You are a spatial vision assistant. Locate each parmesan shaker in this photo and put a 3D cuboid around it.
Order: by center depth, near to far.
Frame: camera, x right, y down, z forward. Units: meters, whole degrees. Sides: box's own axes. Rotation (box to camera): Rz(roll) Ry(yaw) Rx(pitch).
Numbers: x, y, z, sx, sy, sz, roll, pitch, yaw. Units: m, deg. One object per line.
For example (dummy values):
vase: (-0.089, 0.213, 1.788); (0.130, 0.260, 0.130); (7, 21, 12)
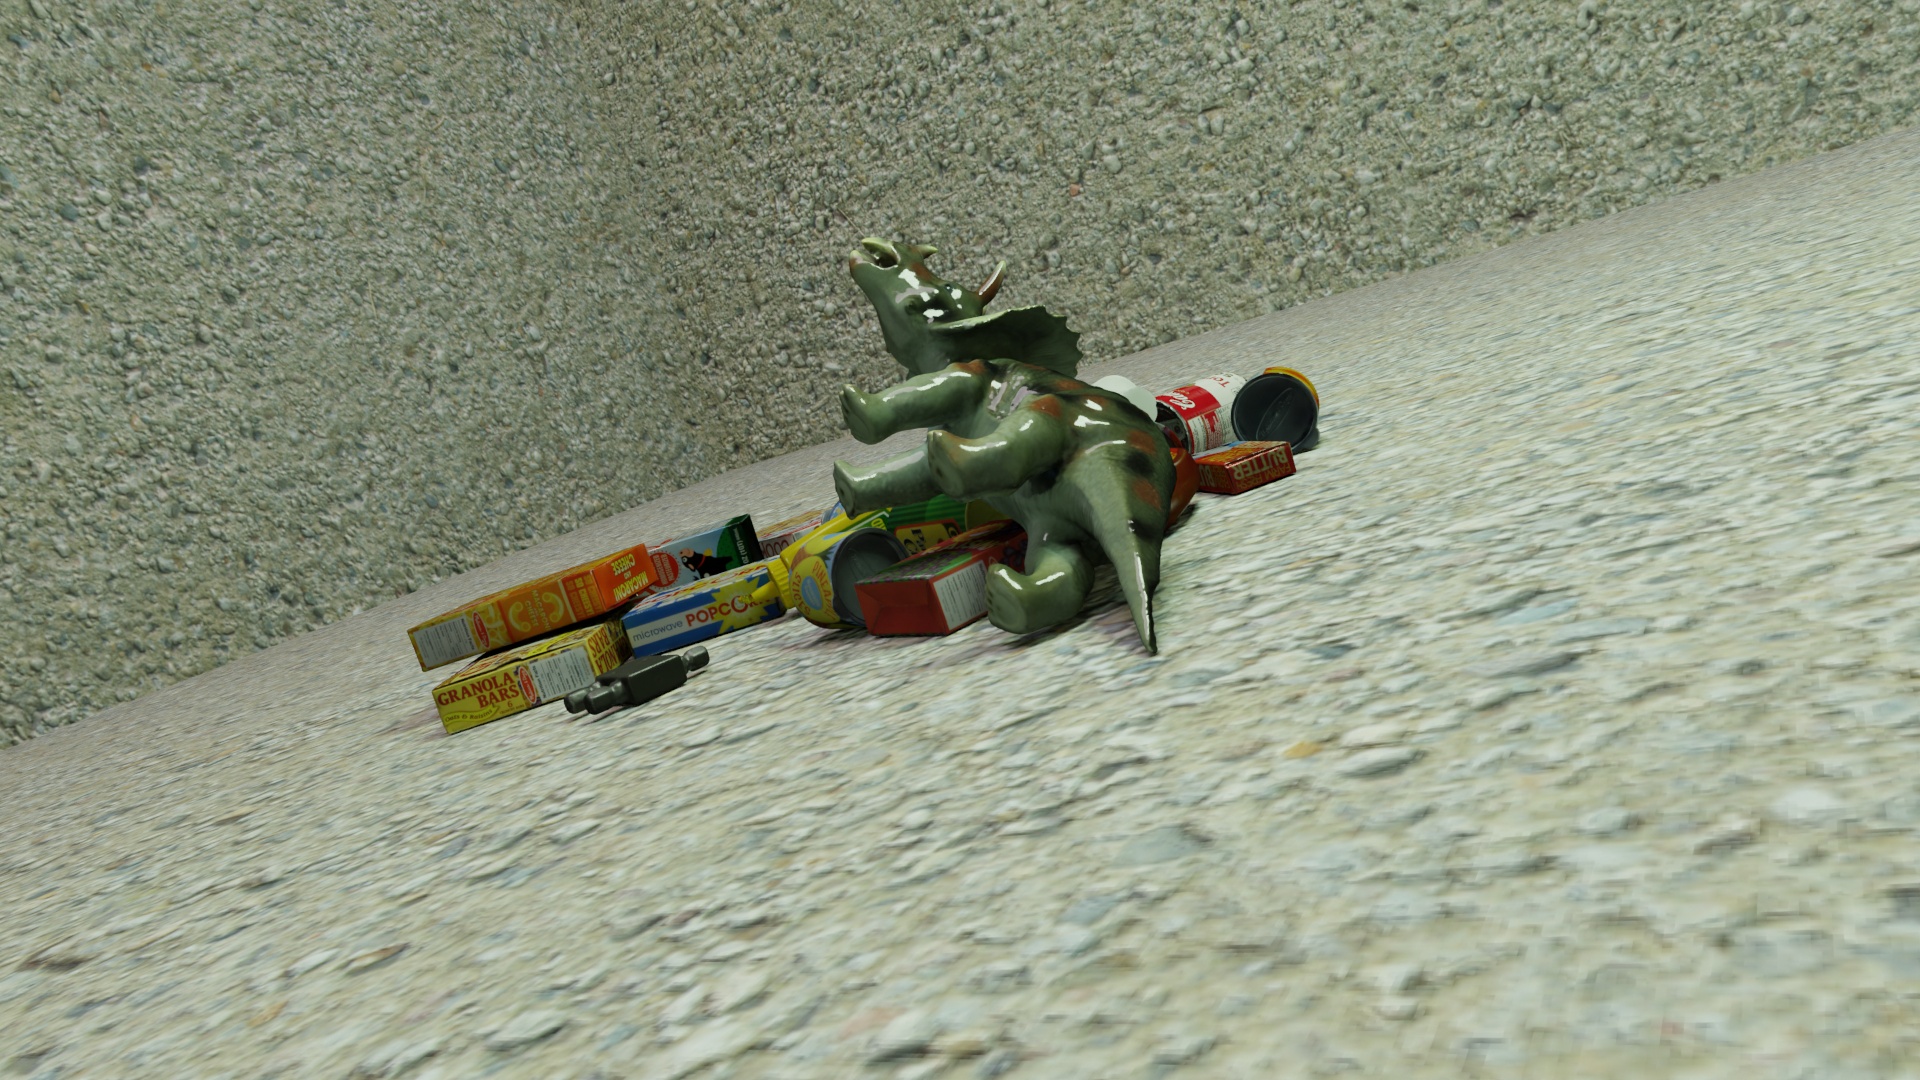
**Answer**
parmesan shaker: (0.002, -0.008, 1.018); (0.071, 0.071, 0.103); (-24, 9, -36)

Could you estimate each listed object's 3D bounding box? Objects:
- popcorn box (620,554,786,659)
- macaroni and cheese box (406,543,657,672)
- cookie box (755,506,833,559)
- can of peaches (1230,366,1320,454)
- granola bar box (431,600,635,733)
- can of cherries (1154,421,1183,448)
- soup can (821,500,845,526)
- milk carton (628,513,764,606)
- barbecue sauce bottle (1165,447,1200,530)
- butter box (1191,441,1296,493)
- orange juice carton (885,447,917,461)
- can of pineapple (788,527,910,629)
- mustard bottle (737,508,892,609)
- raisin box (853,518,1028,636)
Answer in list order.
popcorn box: (-0.203, 0.053, 1.131); (0.127, 0.038, 0.085); (-17, 8, 4)
macaroni and cheese box: (-0.352, 0.054, 1.158); (0.166, 0.040, 0.124); (-17, 7, 9)
cookie box: (-0.154, 0.001, 1.376); (0.123, 0.040, 0.167); (-24, 9, -37)
can of peaches: (0.249, -0.100, 1.089); (0.071, 0.071, 0.058); (-16, 8, 18)
granola bar box: (-0.333, 0.097, 1.116); (0.124, 0.039, 0.166); (-18, 8, 1)
can of cherries: (0.132, -0.059, 1.057); (0.071, 0.071, 0.058); (-19, 14, -8)
soup can: (-0.074, -0.008, 1.150); (0.071, 0.071, 0.084); (-20, 8, -12)
milk carton: (-0.274, 0.040, 1.256); (0.191, 0.072, 0.073); (-17, 8, 0)
barbecue sauce bottle: (0.124, -0.026, 0.934); (0.065, 0.043, 0.149); (-25, 6, 19)
butter box: (0.201, -0.055, 1.026); (0.053, 0.024, 0.103); (-19, 8, -10)
orange juice carton: (-0.030, -0.052, 1.337); (0.071, 0.073, 0.193); (-15, 8, 25)
can of pineapple: (-0.075, 0.027, 0.933); (0.071, 0.071, 0.057); (-24, 9, -37)
mustard bottle: (-0.097, 0.017, 1.076); (0.160, 0.065, 0.049); (-26, 5, -12)
raisin box: (0.007, 0.021, 0.888); (0.124, 0.040, 0.086); (-25, 11, -36)
